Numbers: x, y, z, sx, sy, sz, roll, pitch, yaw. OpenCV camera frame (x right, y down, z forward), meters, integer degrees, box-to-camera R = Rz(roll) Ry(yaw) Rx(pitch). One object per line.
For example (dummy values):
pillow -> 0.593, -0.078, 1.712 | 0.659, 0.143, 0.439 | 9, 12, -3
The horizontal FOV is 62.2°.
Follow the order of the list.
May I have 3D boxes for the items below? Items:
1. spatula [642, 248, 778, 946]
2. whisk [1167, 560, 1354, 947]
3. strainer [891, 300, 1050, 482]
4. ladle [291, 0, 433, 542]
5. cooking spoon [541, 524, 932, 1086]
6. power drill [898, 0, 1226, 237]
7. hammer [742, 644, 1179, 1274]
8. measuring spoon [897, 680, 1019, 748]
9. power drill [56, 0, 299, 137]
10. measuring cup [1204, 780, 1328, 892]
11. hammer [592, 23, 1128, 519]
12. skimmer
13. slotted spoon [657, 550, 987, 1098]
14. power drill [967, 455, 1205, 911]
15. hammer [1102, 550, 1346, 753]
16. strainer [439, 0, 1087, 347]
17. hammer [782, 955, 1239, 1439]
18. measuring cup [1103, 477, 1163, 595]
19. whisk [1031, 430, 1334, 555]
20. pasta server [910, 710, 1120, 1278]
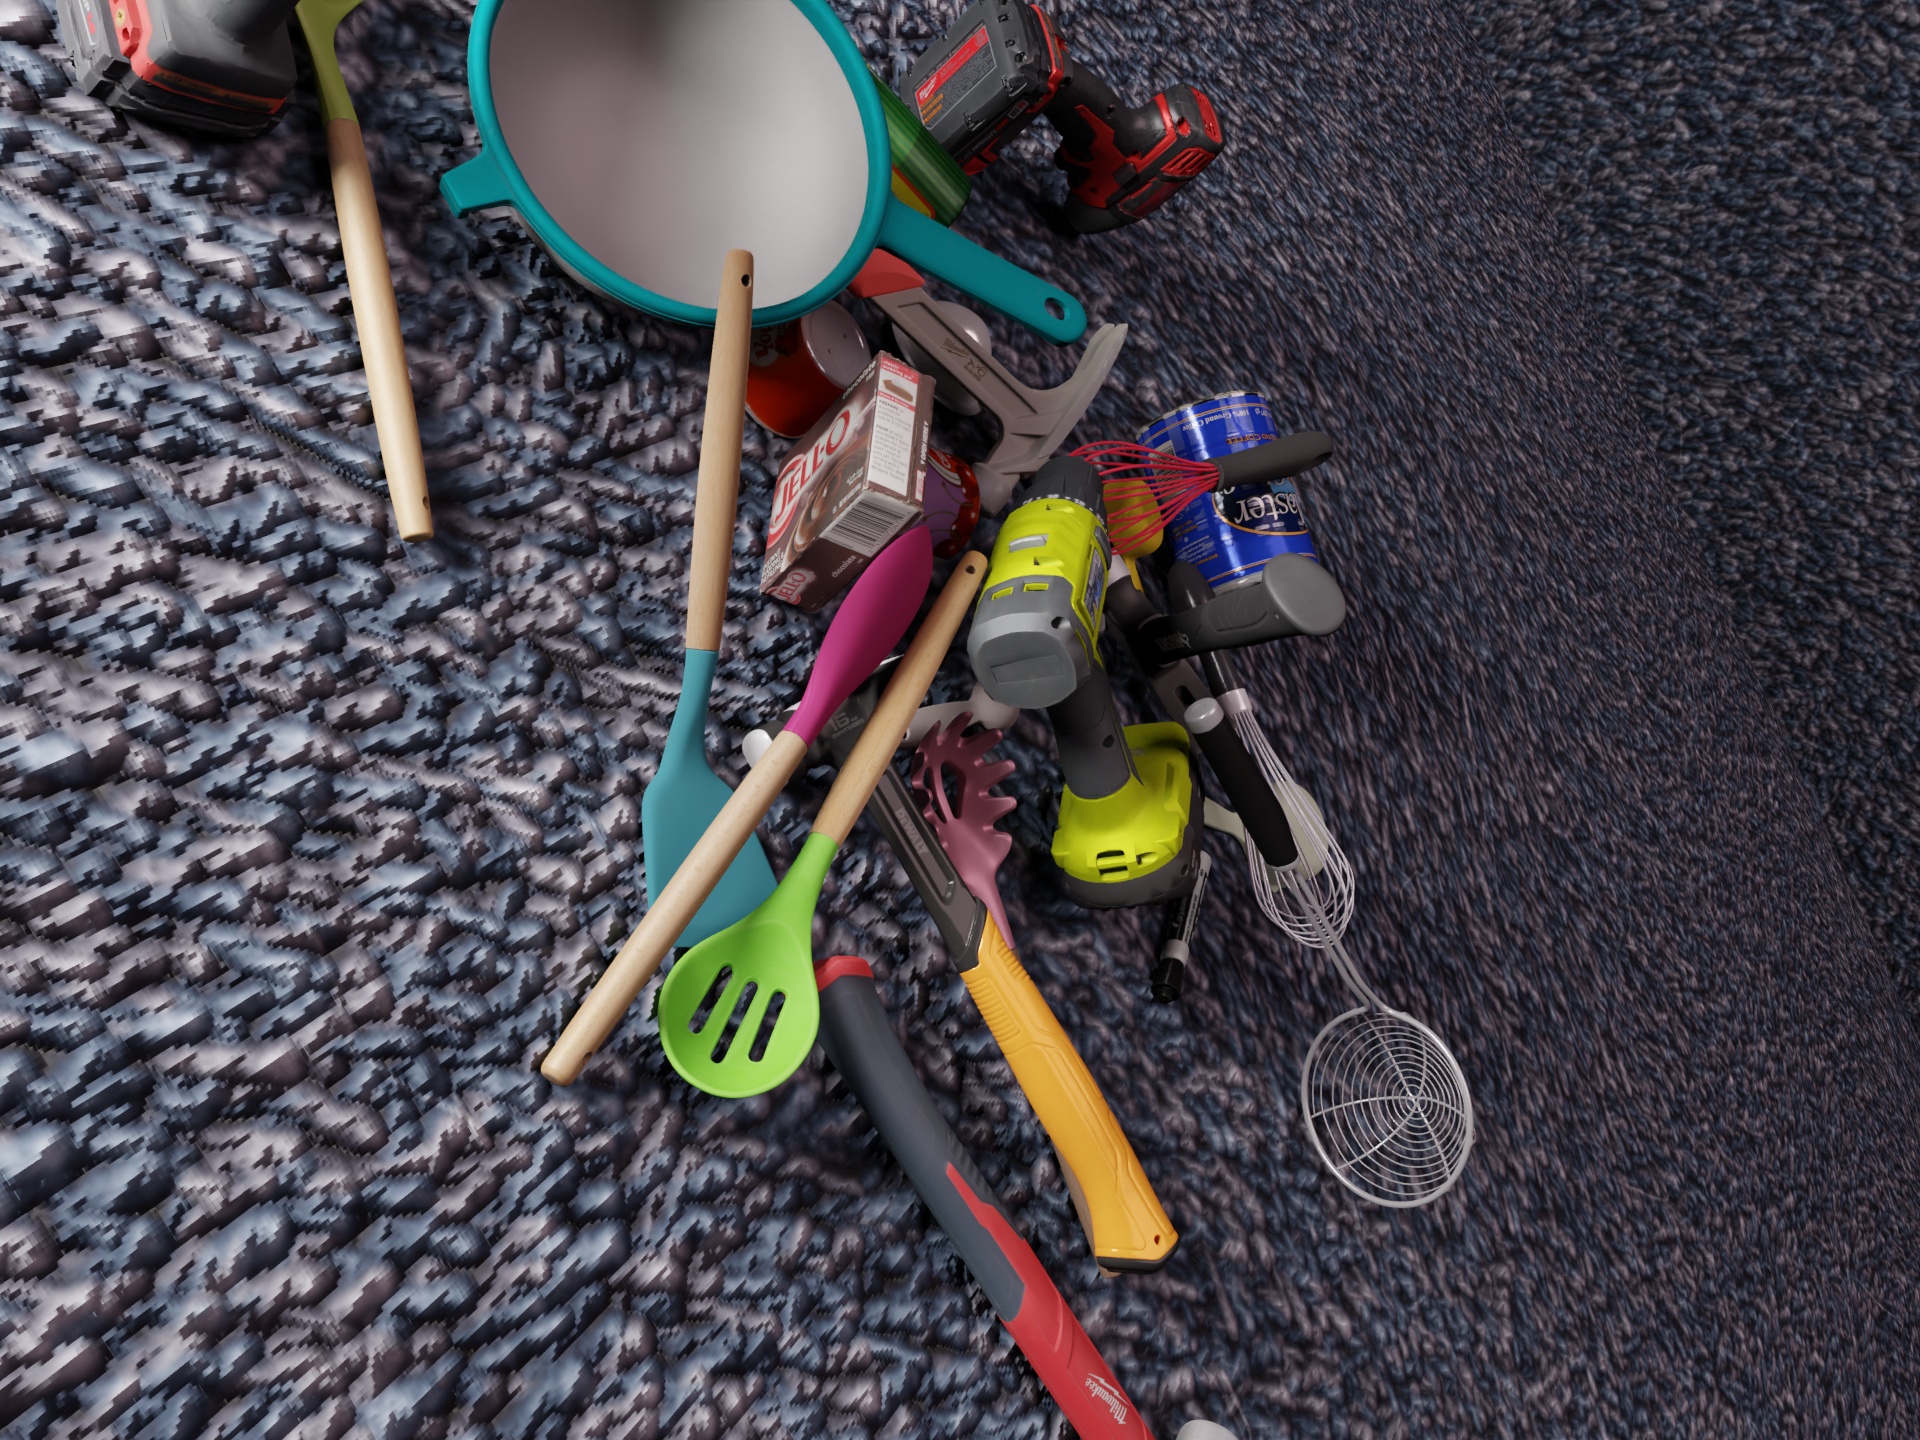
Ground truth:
spatula -> -0.108, -0.057, 0.732 | 0.082, 0.044, 0.317 | 2, 94, -48
whisk -> 0.197, 0.019, 1.084 | 0.070, 0.070, 0.285 | -1, 67, -52
strainer -> 0.034, -0.191, 1.035 | 0.258, 0.050, 0.087 | 48, 36, -30
ladle -> -0.250, -0.233, 0.681 | 0.078, 0.062, 0.320 | 22, 54, -78
cooking spoon -> -0.088, 0.029, 0.716 | 0.319, 0.017, 0.068 | -57, 158, -30
power drill -> 0.070, -0.409, 1.116 | 0.219, 0.143, 0.079 | 5, 64, -44
hammer -> 0.022, 0.126, 0.807 | 0.127, 0.034, 0.337 | -30, 92, -33
measuring spoon -> -0.001, -0.003, 0.910 | 0.124, 0.018, 0.034 | -17, 87, -53
power drill -> -0.253, -0.344, 0.585 | 0.080, 0.226, 0.188 | -8, 79, -53
measuring cup -> 0.208, 0.069, 1.123 | 0.167, 0.038, 0.083 | 23, 55, -46
hammer -> -0.061, -0.280, 0.915 | 0.358, 0.037, 0.149 | 38, 85, -28
skimmer -> 0.214, 0.151, 0.988 | 0.090, 0.127, 0.363 | -50, 119, -33
slotted spoon -> -0.052, 0.038, 0.754 | 0.070, 0.031, 0.314 | 28, 61, -2
power drill -> 0.075, -0.024, 0.908 | 0.191, 0.080, 0.228 | -75, 149, -50
hammer -> 0.150, -0.050, 0.923 | 0.146, 0.035, 0.335 | 57, -7, -3
strainer -> -0.094, -0.261, 0.818 | 0.340, 0.095, 0.211 | 21, 71, -28
hammer -> 0.019, 0.283, 0.775 | 0.386, 0.038, 0.143 | 58, 39, -13
measuring cup -> 0.137, -0.096, 1.119 | 0.062, 0.029, 0.156 | -10, 83, -65
whisk -> 0.152, -0.158, 1.048 | 0.296, 0.073, 0.073 | -18, 87, -38
pasta server -> 0.036, 0.151, 0.865 | 0.060, 0.040, 0.316 | -17, 88, -36
